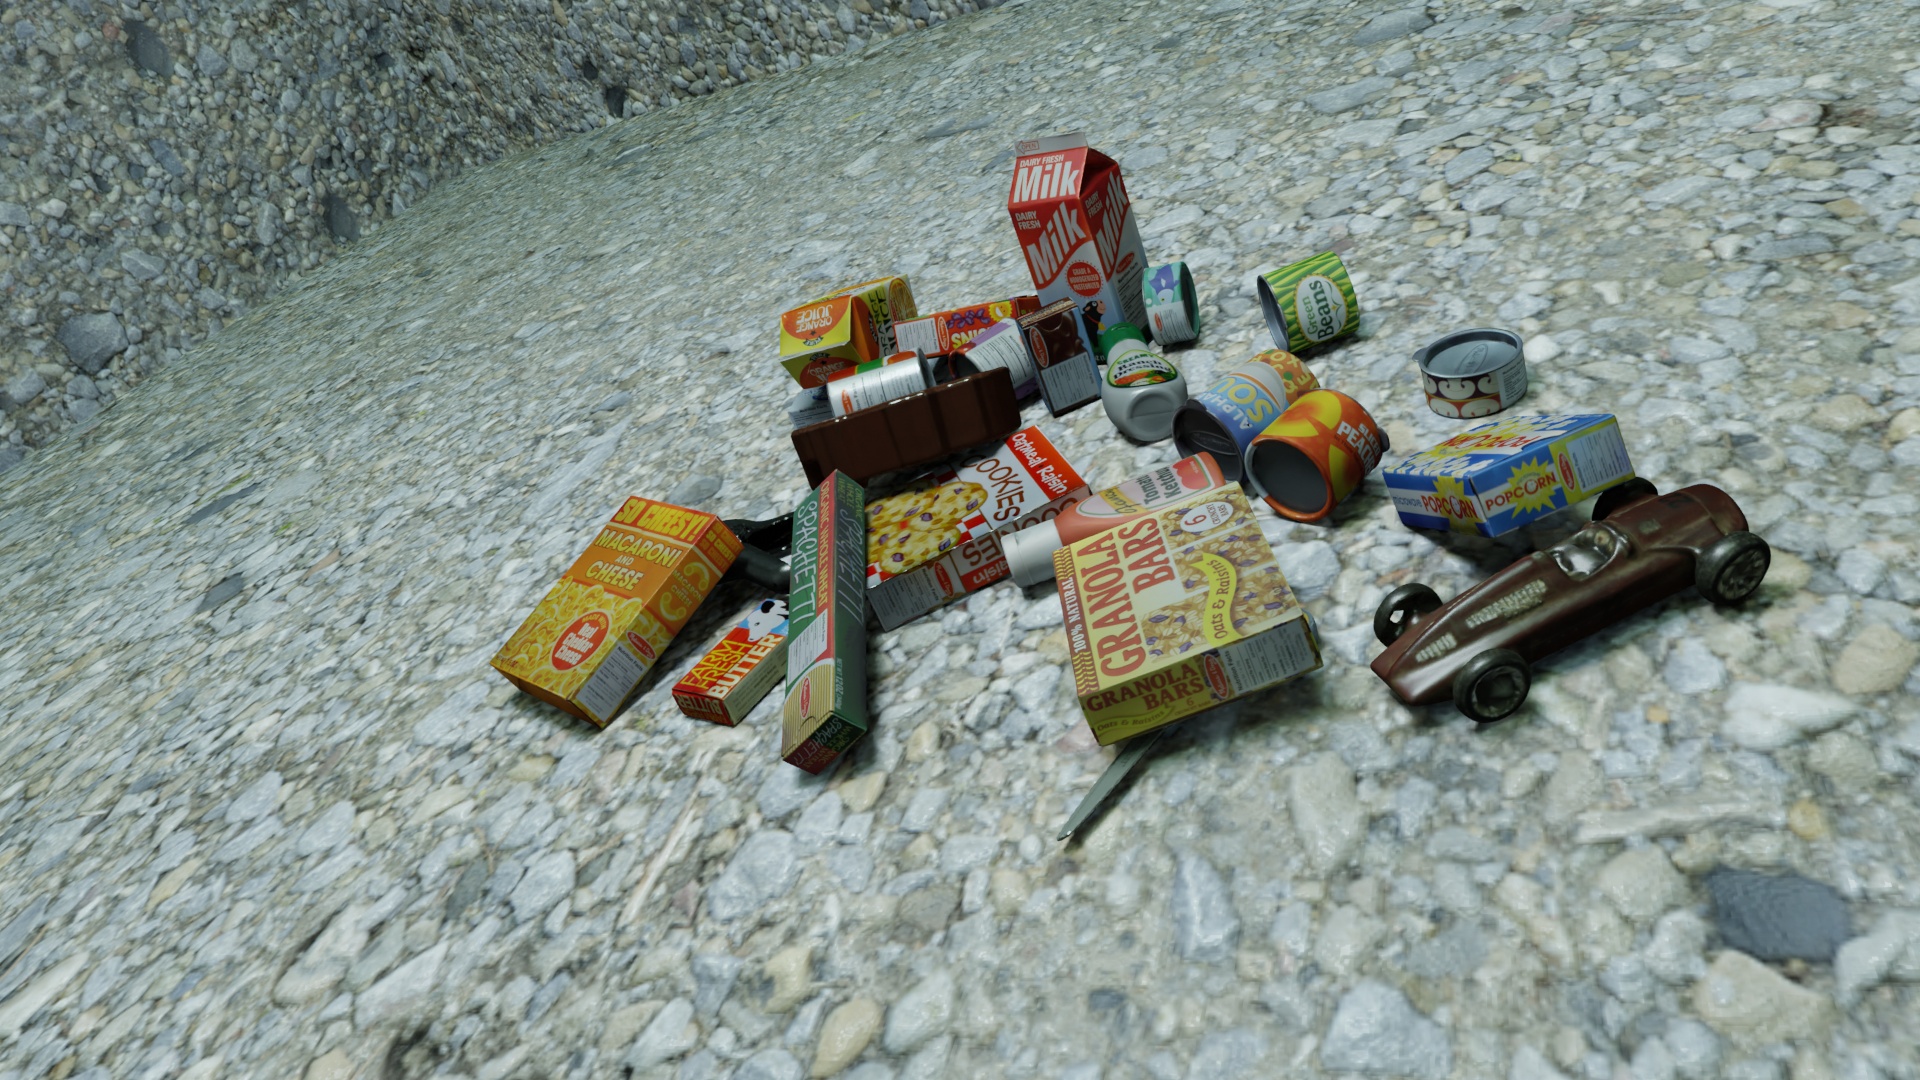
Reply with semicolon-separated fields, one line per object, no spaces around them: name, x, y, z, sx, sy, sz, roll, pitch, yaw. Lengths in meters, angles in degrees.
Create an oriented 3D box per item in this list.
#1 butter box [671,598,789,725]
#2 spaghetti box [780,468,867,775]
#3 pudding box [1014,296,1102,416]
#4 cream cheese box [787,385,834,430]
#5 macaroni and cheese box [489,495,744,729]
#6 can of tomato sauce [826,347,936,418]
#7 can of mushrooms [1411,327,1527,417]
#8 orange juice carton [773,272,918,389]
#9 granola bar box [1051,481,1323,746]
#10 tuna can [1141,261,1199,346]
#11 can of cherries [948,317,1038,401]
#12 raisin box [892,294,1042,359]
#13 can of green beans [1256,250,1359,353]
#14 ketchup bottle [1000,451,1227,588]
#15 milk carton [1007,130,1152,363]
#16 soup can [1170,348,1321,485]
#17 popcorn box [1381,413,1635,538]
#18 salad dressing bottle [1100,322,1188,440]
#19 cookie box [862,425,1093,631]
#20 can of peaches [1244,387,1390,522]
butter box;-0.142;0.080;0.940;0.053;0.024;0.104;5;39;39
spaghetti box;-0.087;0.044;0.907;0.050;0.028;0.251;-43;29;25
pudding box;0.081;-0.148;1.114;0.050;0.083;0.030;-23;28;-2
cream cheese box;-0.102;-0.130;1.272;0.103;0.024;0.054;-9;32;22
macaroni and cheese box;-0.251;0.048;1.016;0.124;0.040;0.167;12;58;45
can of tomato sauce;-0.065;-0.124;1.194;0.083;0.071;0.071;-16;29;9
can of mushrooms;0.340;-0.112;0.928;0.071;0.033;0.071;-17;30;10
orange juice carton;-0.102;-0.191;1.277;0.072;0.073;0.193;-10;15;21
granola bar box;0.121;0.037;0.785;0.124;0.039;0.166;-21;25;9
tuna can;0.175;-0.198;1.153;0.033;0.070;0.071;-9;31;21
can of cherries;0.031;-0.143;1.163;0.058;0.071;0.071;-35;31;-20
raisin box;0.014;-0.191;1.251;0.123;0.040;0.086;-6;7;26
can of green beans;0.266;-0.181;1.063;0.058;0.071;0.071;-19;29;5
ketchup bottle;0.102;-0.009;0.907;0.149;0.043;0.065;-20;29;4
milk carton;0.101;-0.247;1.158;0.072;0.189;0.074;2;36;37
soup can;0.195;-0.085;0.942;0.084;0.071;0.071;-35;31;-22
popcorn box;0.302;-0.038;0.779;0.085;0.038;0.127;-22;5;-2
salad dressing bottle;0.137;-0.128;1.082;0.064;0.043;0.148;-10;29;2
cookie box;0.004;-0.012;0.983;0.167;0.040;0.123;-25;28;-4
can of peaches;0.223;-0.053;0.873;0.058;0.071;0.071;-39;33;-28
